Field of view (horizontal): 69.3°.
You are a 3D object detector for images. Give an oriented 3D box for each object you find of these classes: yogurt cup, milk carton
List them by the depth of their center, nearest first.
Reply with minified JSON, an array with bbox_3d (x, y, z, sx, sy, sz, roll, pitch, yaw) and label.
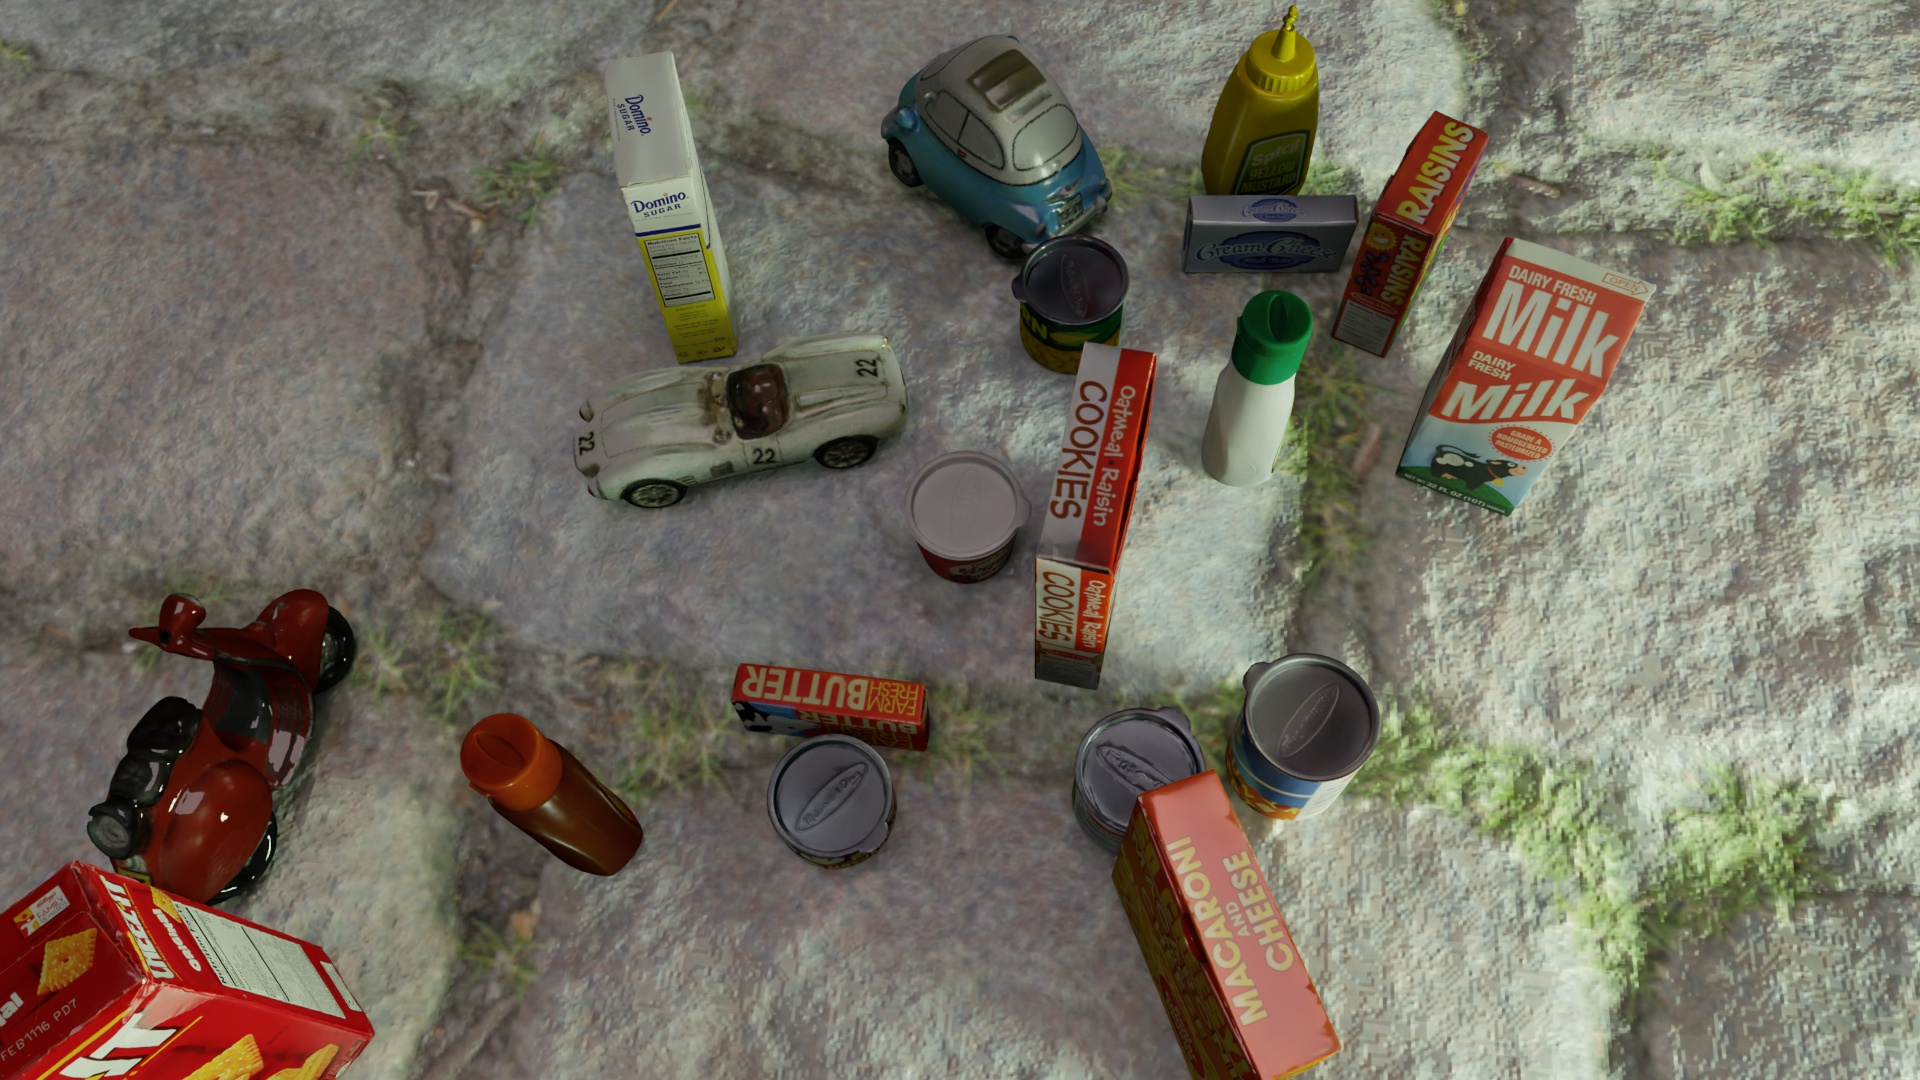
[{"bbox_3d":[0.302,-0.094,0.750,0.072,0.189,0.074,22,68,12],"label":"milk carton"},{"bbox_3d":[0.003,-0.010,0.797,0.072,0.053,0.072,-1,65,2],"label":"yogurt cup"}]

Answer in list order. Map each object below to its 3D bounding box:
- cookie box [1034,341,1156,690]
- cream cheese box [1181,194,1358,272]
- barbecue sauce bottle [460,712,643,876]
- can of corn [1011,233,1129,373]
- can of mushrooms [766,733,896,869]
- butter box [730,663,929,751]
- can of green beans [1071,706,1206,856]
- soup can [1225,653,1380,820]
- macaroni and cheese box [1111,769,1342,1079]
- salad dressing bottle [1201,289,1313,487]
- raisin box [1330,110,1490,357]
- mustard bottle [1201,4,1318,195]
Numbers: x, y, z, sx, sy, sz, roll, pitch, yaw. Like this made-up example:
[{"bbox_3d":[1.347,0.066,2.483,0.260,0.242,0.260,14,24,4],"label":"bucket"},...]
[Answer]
[{"bbox_3d":[0.069,-0.007,0.730,0.040,0.166,0.123,10,66,7],"label":"cookie box"},{"bbox_3d":[0.193,-0.193,0.877,0.104,0.053,0.024,1,65,3],"label":"cream cheese box"},{"bbox_3d":[-0.204,0.126,0.688,0.065,0.148,0.044,30,70,15],"label":"barbecue sauce bottle"},{"bbox_3d":[0.067,-0.144,0.856,0.071,0.058,0.071,-1,65,2],"label":"can of corn"},{"bbox_3d":[-0.066,0.141,0.739,0.071,0.033,0.071,-1,64,2],"label":"can of mushrooms"},{"bbox_3d":[-0.068,0.091,0.752,0.103,0.053,0.024,6,65,5],"label":"butter box"},{"bbox_3d":[0.092,0.128,0.725,0.071,0.057,0.071,-1,65,2],"label":"can of green beans"},{"bbox_3d":[0.173,0.102,0.720,0.071,0.083,0.071,-1,65,2],"label":"soup can"},{"bbox_3d":[0.113,0.188,0.635,0.040,0.165,0.124,-19,65,-6],"label":"macaroni and cheese box"},{"bbox_3d":[0.164,-0.082,0.773,0.044,0.147,0.064,4,65,4],"label":"salad dressing bottle"},{"bbox_3d":[0.266,-0.180,0.829,0.040,0.123,0.086,28,69,15],"label":"raisin box"},{"bbox_3d":[0.188,-0.262,0.852,0.065,0.159,0.049,-14,65,-4],"label":"mustard bottle"}]
